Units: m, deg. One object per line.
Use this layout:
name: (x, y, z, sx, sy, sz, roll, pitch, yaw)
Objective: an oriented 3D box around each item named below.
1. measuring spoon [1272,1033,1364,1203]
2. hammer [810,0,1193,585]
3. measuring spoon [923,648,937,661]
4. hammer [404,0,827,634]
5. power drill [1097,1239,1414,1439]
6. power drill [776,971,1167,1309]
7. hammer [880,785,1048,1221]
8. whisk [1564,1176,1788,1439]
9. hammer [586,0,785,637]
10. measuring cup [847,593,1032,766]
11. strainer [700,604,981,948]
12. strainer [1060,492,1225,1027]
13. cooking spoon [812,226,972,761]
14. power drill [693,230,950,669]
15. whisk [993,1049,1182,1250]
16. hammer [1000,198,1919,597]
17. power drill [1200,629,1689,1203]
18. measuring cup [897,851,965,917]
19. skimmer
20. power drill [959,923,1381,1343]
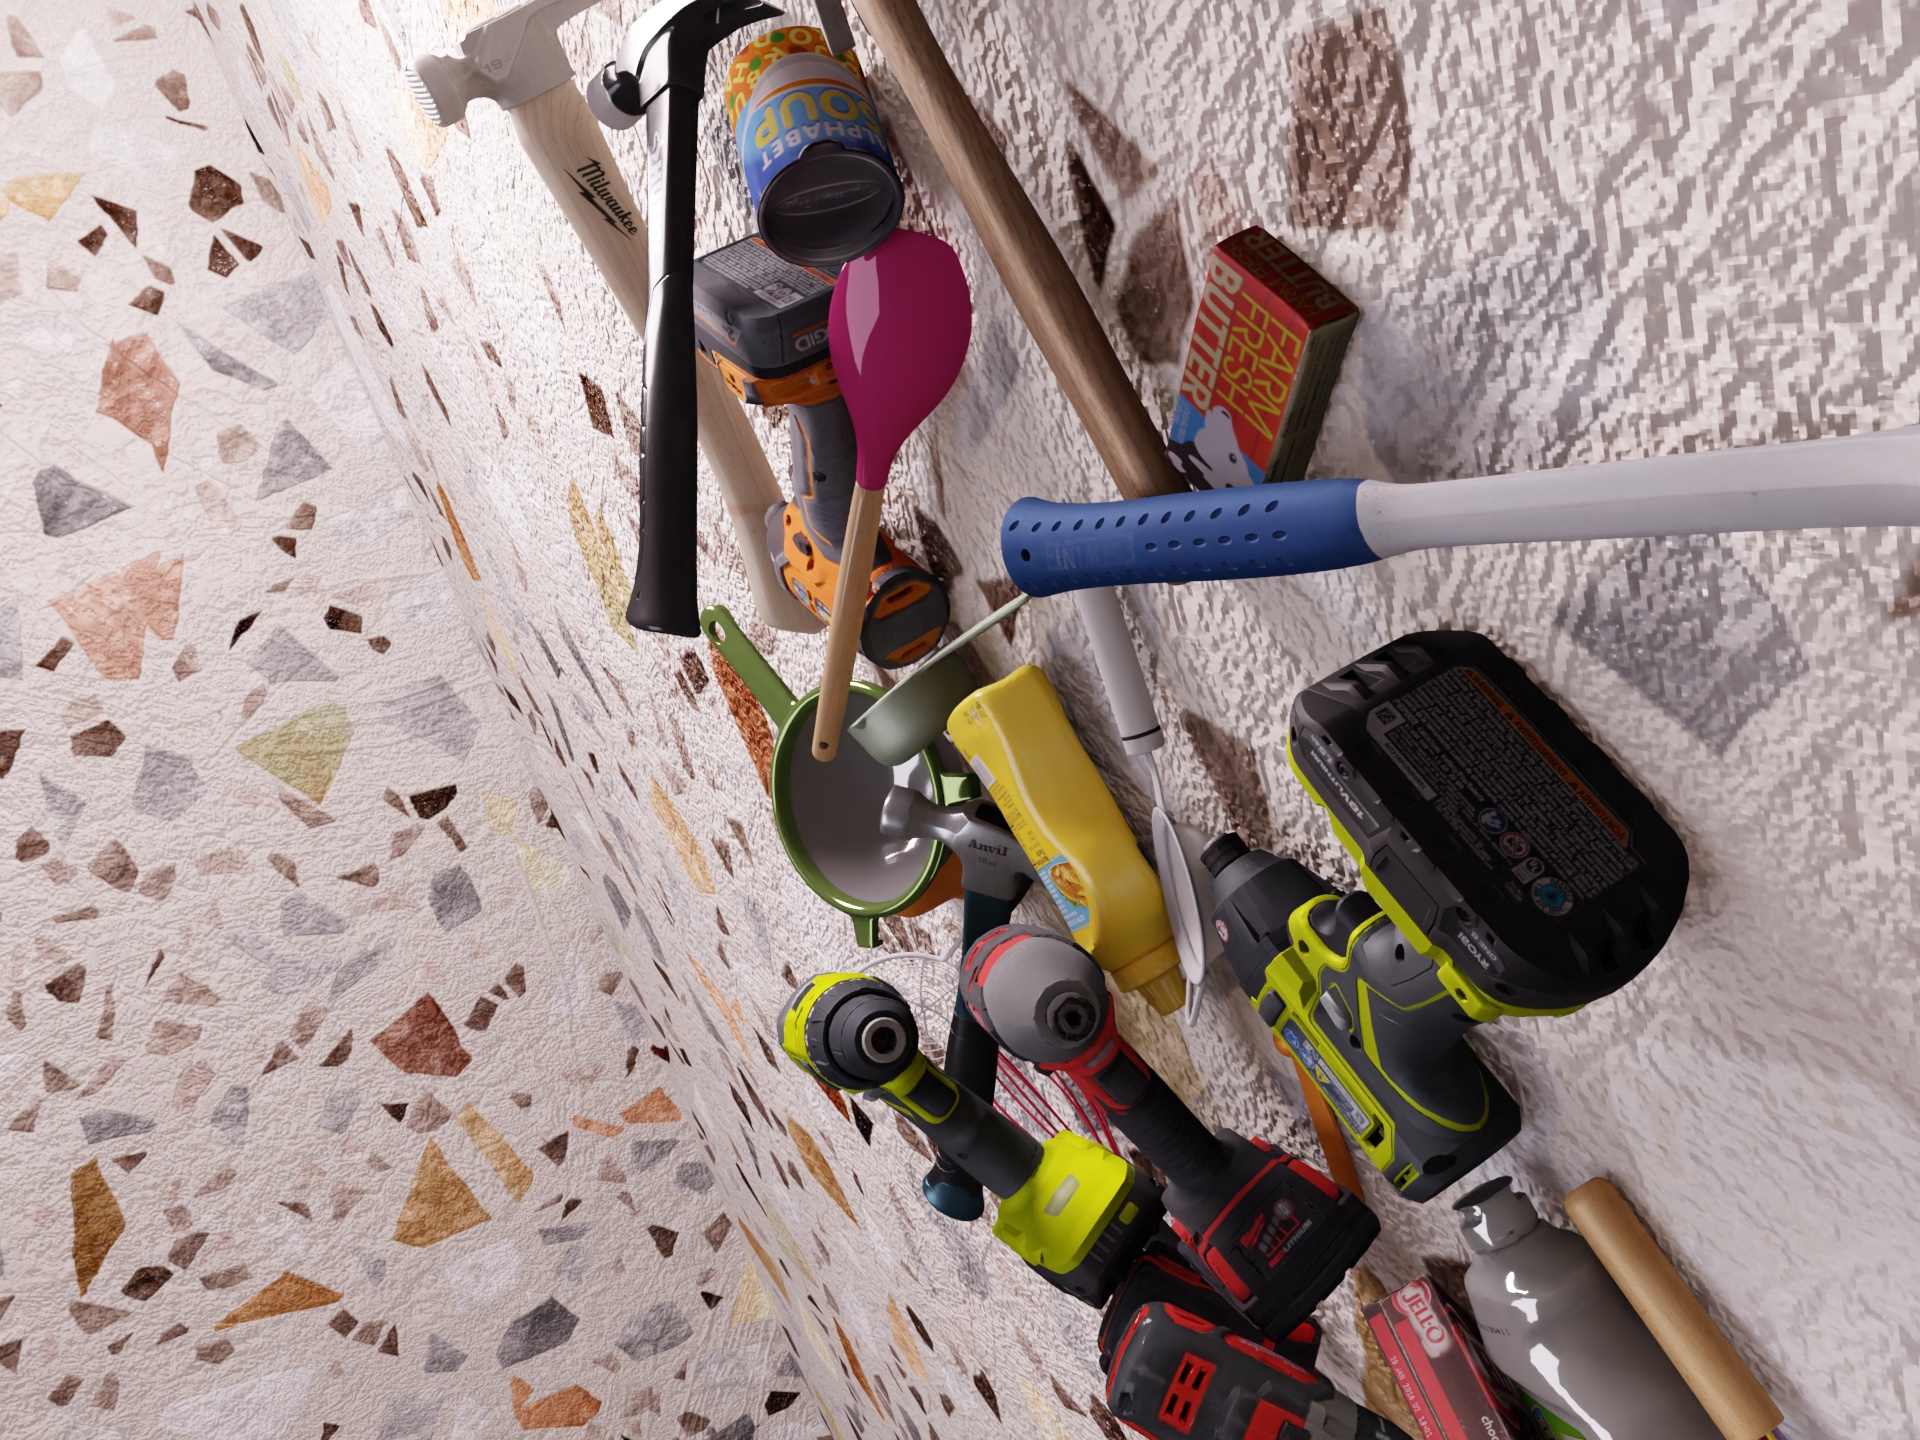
measuring spoon: (0.179, 0.202, 0.795, 0.021, 0.011, 0.117, 7, 123, 64)
hammer: (0.016, -0.203, 0.639, 0.331, 0.031, 0.130, 60, 176, -6)
measuring spoon: (-0.002, -0.003, 0.954, 0.124, 0.018, 0.034, 57, 158, 15)
hammer: (-0.164, -0.232, 0.970, 0.038, 0.146, 0.410, 30, 151, 55)
power drill: (0.160, 0.348, 0.811, 0.188, 0.080, 0.226, 25, 171, 5)
power drill: (0.002, 0.223, 0.885, 0.228, 0.080, 0.190, 39, 165, -5)
hammer: (0.008, 0.189, 0.979, 0.128, 0.033, 0.330, 13, 125, 12)
whisk: (0.302, 0.273, 0.565, 0.245, 0.051, 0.047, 58, -167, 25)
hammer: (-0.141, -0.203, 0.790, 0.146, 0.035, 0.335, -14, 73, 48)
measuring cup: (0.000, -0.023, 0.872, 0.038, 0.083, 0.167, 50, 138, -5)
strainer: (-0.078, 0.010, 1.032, 0.257, 0.069, 0.151, 49, 124, 26)
strainer: (0.090, 0.016, 0.744, 0.087, 0.050, 0.258, -132, 23, -84)
cooking spoon: (-0.050, -0.101, 0.823, 0.017, 0.069, 0.318, -76, 0, -52)
power drill: (-0.088, -0.153, 0.897, 0.164, 0.084, 0.226, 40, 153, 45)
whisk: (0.104, 0.309, 1.029, 0.296, 0.073, 0.073, 45, 153, 24)
hammer: (0.140, -0.058, 0.500, 0.406, 0.035, 0.144, 5, 119, 58)
power drill: (0.162, 0.073, 0.603, 0.171, 0.080, 0.223, 54, 160, 25)
measuring cup: (-0.025, 0.089, 1.064, 0.095, 0.052, 0.173, 64, 159, -4)
skimmer: (-0.004, 0.171, 1.065, 0.127, 0.090, 0.363, 27, 151, 1)
power drill: (0.093, 0.191, 0.780, 0.219, 0.078, 0.143, 46, 171, -5)
